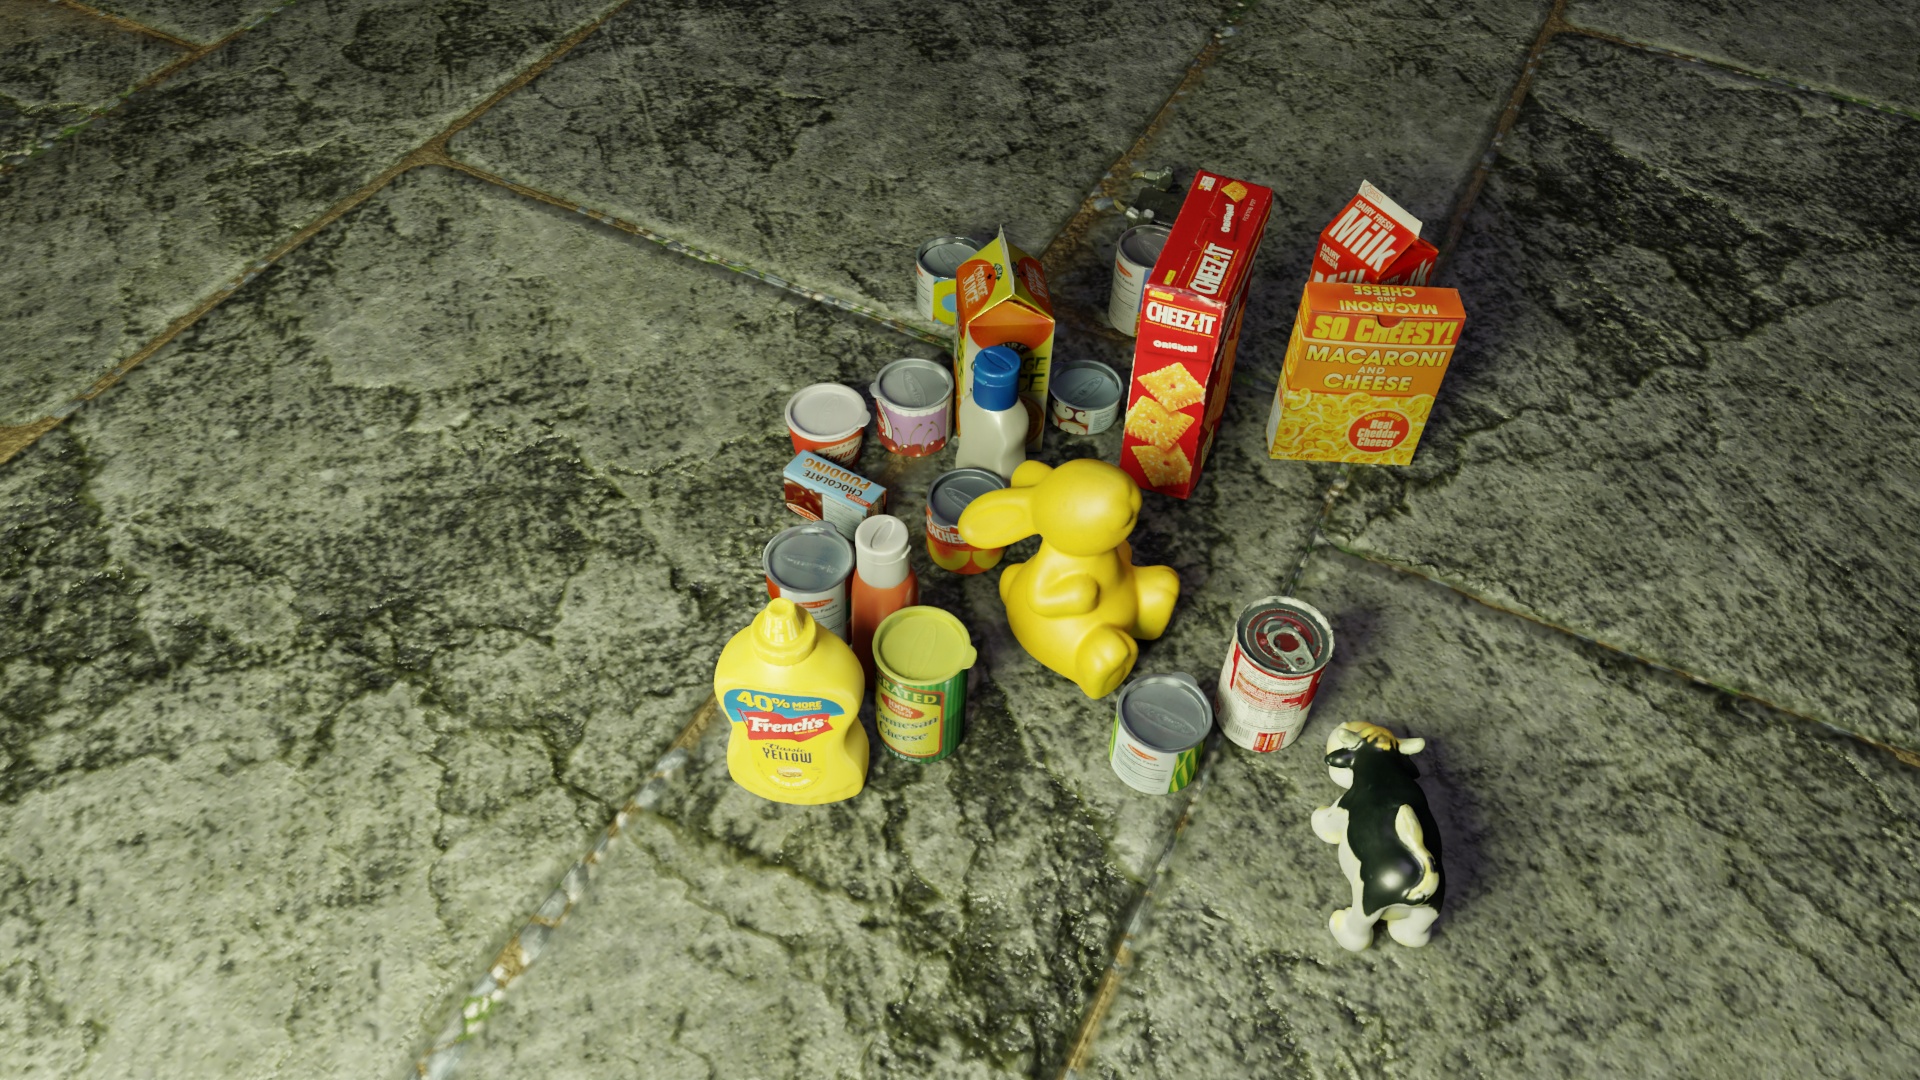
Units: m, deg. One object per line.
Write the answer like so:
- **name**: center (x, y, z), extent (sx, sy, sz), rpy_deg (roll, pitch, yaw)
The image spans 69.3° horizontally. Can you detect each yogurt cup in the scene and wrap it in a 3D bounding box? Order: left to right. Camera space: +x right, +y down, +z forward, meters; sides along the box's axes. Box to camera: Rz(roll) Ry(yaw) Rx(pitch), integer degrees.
- **yogurt cup**: center (-0.112, -0.091, 1.171), extent (0.072, 0.053, 0.073), rpy_deg (1, 49, -1)

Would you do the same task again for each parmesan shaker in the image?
- **parmesan shaker**: center (-0.025, 0.104, 0.972), extent (0.071, 0.102, 0.072), rpy_deg (1, 49, -1)

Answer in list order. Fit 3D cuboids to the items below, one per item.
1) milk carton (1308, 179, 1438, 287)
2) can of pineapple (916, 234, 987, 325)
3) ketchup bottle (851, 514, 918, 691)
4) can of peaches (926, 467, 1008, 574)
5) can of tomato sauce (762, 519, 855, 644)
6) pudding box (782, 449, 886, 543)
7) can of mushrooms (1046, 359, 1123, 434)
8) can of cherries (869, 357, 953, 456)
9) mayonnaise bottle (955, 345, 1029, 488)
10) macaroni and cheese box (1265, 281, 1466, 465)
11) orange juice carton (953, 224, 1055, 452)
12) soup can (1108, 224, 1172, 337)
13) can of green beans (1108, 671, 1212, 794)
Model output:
- **milk carton**: center (0.351, -0.215, 1.206), extent (0.074, 0.189, 0.072), rpy_deg (-25, 54, -22)
- **can of pineapple**: center (-0.007, -0.245, 1.305), extent (0.071, 0.057, 0.071), rpy_deg (1, 49, -1)
- **ketchup bottle**: center (-0.054, 0.043, 0.993), extent (0.043, 0.148, 0.065), rpy_deg (19, 51, 14)
- **can of peaches**: center (0.004, -0.014, 1.105), extent (0.071, 0.057, 0.071), rpy_deg (1, 49, -1)
- **can of tomato sauce**: center (-0.111, 0.038, 1.039), extent (0.071, 0.082, 0.071), rpy_deg (1, 49, -1)
- **pudding box**: center (-0.102, -0.034, 1.124), extent (0.084, 0.049, 0.030), rpy_deg (25, 53, 19)
- **can of mushrooms**: center (0.107, -0.128, 1.224), extent (0.071, 0.033, 0.071), rpy_deg (1, 49, -1)
- **can of cherries**: center (-0.042, -0.114, 1.190), extent (0.071, 0.058, 0.072), rpy_deg (1, 49, -1)
- **mayonnaise bottle**: center (0.027, -0.089, 1.112), extent (0.041, 0.147, 0.065), rpy_deg (-36, 59, -28)
- **macaroni and cheese box**: center (0.332, -0.135, 1.151), extent (0.124, 0.165, 0.040), rpy_deg (2, 49, 0)
- **orange juice carton**: center (0.034, -0.162, 1.146), extent (0.073, 0.191, 0.072), rpy_deg (-3, 49, -5)
- **soup can**: center (0.177, -0.241, 1.291), extent (0.071, 0.083, 0.072), rpy_deg (1, 49, -1)
- **can of green beans**: center (0.140, 0.137, 0.979), extent (0.071, 0.057, 0.071), rpy_deg (1, 49, -1)
